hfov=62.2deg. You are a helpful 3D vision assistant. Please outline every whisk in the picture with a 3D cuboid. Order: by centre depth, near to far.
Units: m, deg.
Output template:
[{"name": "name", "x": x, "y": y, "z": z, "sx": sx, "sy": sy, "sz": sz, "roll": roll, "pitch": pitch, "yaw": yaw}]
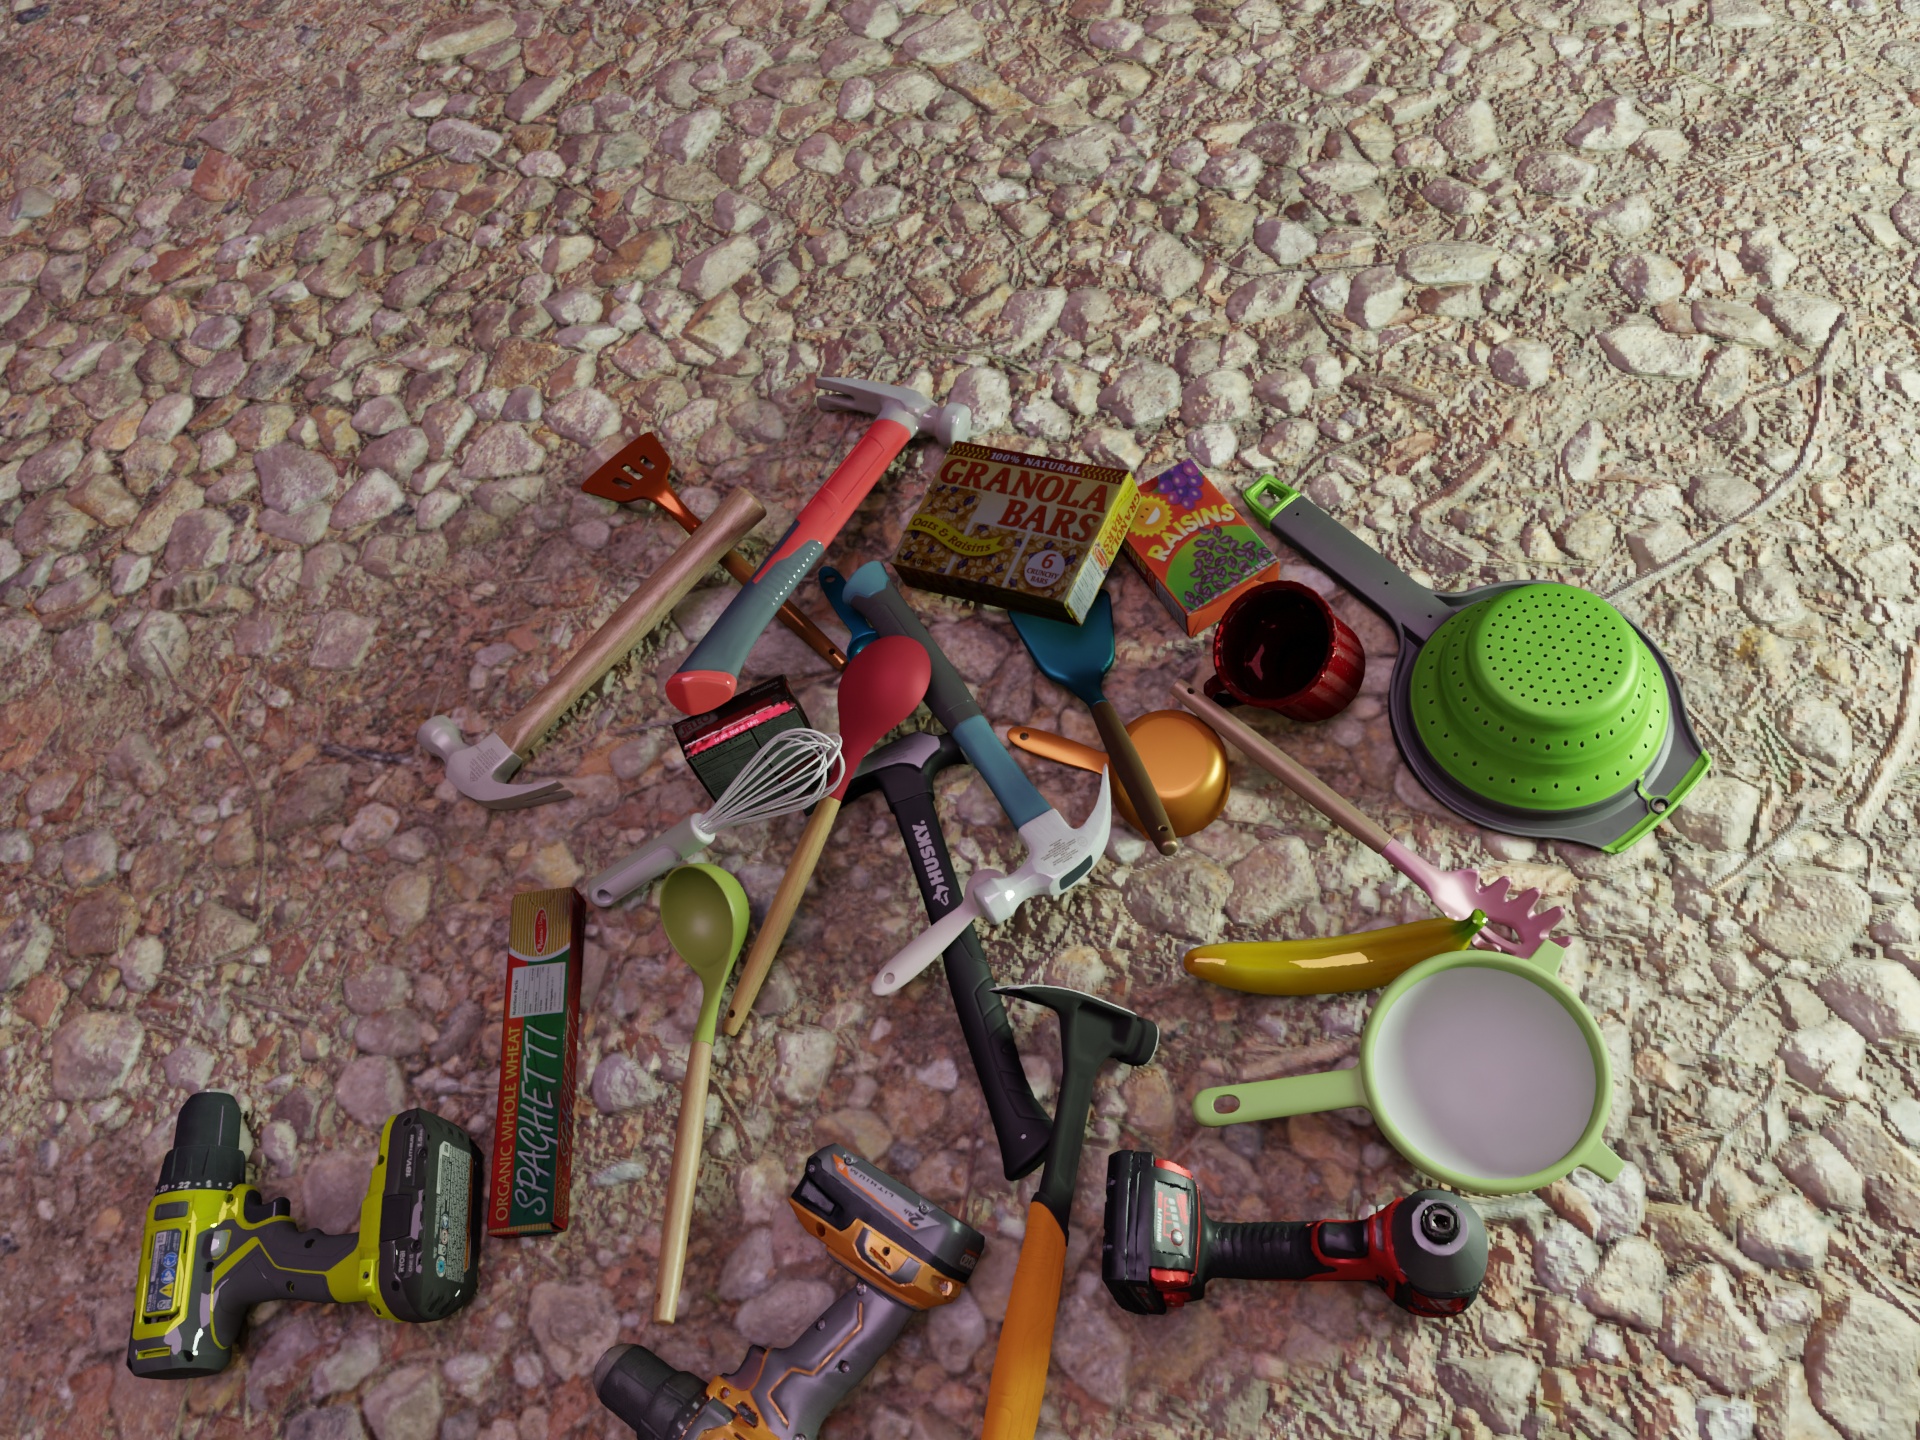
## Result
[{"name": "whisk", "x": -0.181, "y": 0.075, "z": 1.153, "sx": 0.246, "sy": 0.057, "sz": 0.059, "roll": -32, "pitch": 26, "yaw": 22}]

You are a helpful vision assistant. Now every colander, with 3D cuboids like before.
[{"name": "colander", "x": 0.354, "y": -0.079, "z": 1.147, "sx": 0.204, "sy": 0.094, "sz": 0.397, "roll": -40, "pitch": 63, "yaw": -11}]

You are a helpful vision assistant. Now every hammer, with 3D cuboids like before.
[{"name": "hammer", "x": 0.046, "y": 0.335, "z": 0.993, "sx": 0.034, "sy": 0.127, "sz": 0.337, "roll": -16, "pitch": 56, "yaw": 52}, {"name": "hammer", "x": -0.006, "y": 0.160, "z": 1.125, "sx": 0.146, "sy": 0.035, "sz": 0.335, "roll": -19, "pitch": 61, "yaw": 0}, {"name": "hammer", "x": -0.002, "y": -0.004, "z": 1.172, "sx": 0.128, "sy": 0.033, "sz": 0.331, "roll": -28, "pitch": 55, "yaw": -11}, {"name": "hammer", "x": -0.132, "y": -0.148, "z": 1.245, "sx": 0.143, "sy": 0.038, "sz": 0.386, "roll": 16, "pitch": 49, "yaw": 18}, {"name": "hammer", "x": -0.280, "y": -0.061, "z": 1.277, "sx": 0.130, "sy": 0.031, "sz": 0.331, "roll": 41, "pitch": 83, "yaw": 24}]

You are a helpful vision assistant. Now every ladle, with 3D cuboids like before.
[{"name": "ladle", "x": -0.189, "y": 0.241, "z": 1.075, "sx": 0.078, "sy": 0.062, "sz": 0.320, "roll": -33, "pitch": 41, "yaw": 37}, {"name": "ladle", "x": -0.104, "y": 0.079, "z": 1.150, "sx": 0.069, "sy": 0.031, "sz": 0.315, "roll": 20, "pitch": 83, "yaw": 28}]

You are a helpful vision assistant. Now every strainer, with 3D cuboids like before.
[{"name": "strainer", "x": 0.276, "y": 0.236, "z": 1.012, "sx": 0.256, "sy": 0.069, "sz": 0.152, "roll": -10, "pitch": 64, "yaw": 6}]

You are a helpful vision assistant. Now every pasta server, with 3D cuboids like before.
[{"name": "pasta server", "x": 0.273, "y": 0.066, "z": 1.095, "sx": 0.316, "sy": 0.040, "sz": 0.060, "roll": 39, "pitch": 59, "yaw": 16}]

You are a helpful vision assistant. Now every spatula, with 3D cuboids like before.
[{"name": "spatula", "x": 0.103, "y": -0.004, "z": 1.126, "sx": 0.082, "sy": 0.044, "sz": 0.318, "roll": -10, "pitch": 30, "yaw": -5}, {"name": "spatula", "x": -0.200, "y": -0.140, "z": 1.328, "sx": 0.081, "sy": 0.041, "sz": 0.323, "roll": -43, "pitch": 67, "yaw": -12}]

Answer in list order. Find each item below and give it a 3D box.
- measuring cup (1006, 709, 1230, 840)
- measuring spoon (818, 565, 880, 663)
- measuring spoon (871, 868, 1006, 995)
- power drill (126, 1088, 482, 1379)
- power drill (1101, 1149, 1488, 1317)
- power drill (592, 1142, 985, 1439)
[{"name": "measuring cup", "x": 0.112, "y": 0.024, "z": 1.163, "sx": 0.174, "sy": 0.052, "sz": 0.095, "roll": 17, "pitch": 67, "yaw": 16}, {"name": "measuring spoon", "x": -0.086, "y": -0.078, "z": 1.279, "sx": 0.042, "sy": 0.021, "sz": 0.129, "roll": -22, "pitch": 51, "yaw": -11}, {"name": "measuring spoon", "x": -0.015, "y": 0.146, "z": 1.103, "sx": 0.124, "sy": 0.018, "sz": 0.034, "roll": -41, "pitch": 64, "yaw": -12}, {"name": "power drill", "x": -0.453, "y": 0.338, "z": 1.094, "sx": 0.228, "sy": 0.080, "sz": 0.191, "roll": -11, "pitch": 61, "yaw": 8}, {"name": "power drill", "x": 0.199, "y": 0.310, "z": 0.947, "sx": 0.219, "sy": 0.143, "sz": 0.079, "roll": -1, "pitch": 60, "yaw": 13}, {"name": "power drill", "x": -0.111, "y": 0.384, "z": 1.005, "sx": 0.185, "sy": 0.084, "sz": 0.226, "roll": 26, "pitch": 74, "yaw": 24}]
